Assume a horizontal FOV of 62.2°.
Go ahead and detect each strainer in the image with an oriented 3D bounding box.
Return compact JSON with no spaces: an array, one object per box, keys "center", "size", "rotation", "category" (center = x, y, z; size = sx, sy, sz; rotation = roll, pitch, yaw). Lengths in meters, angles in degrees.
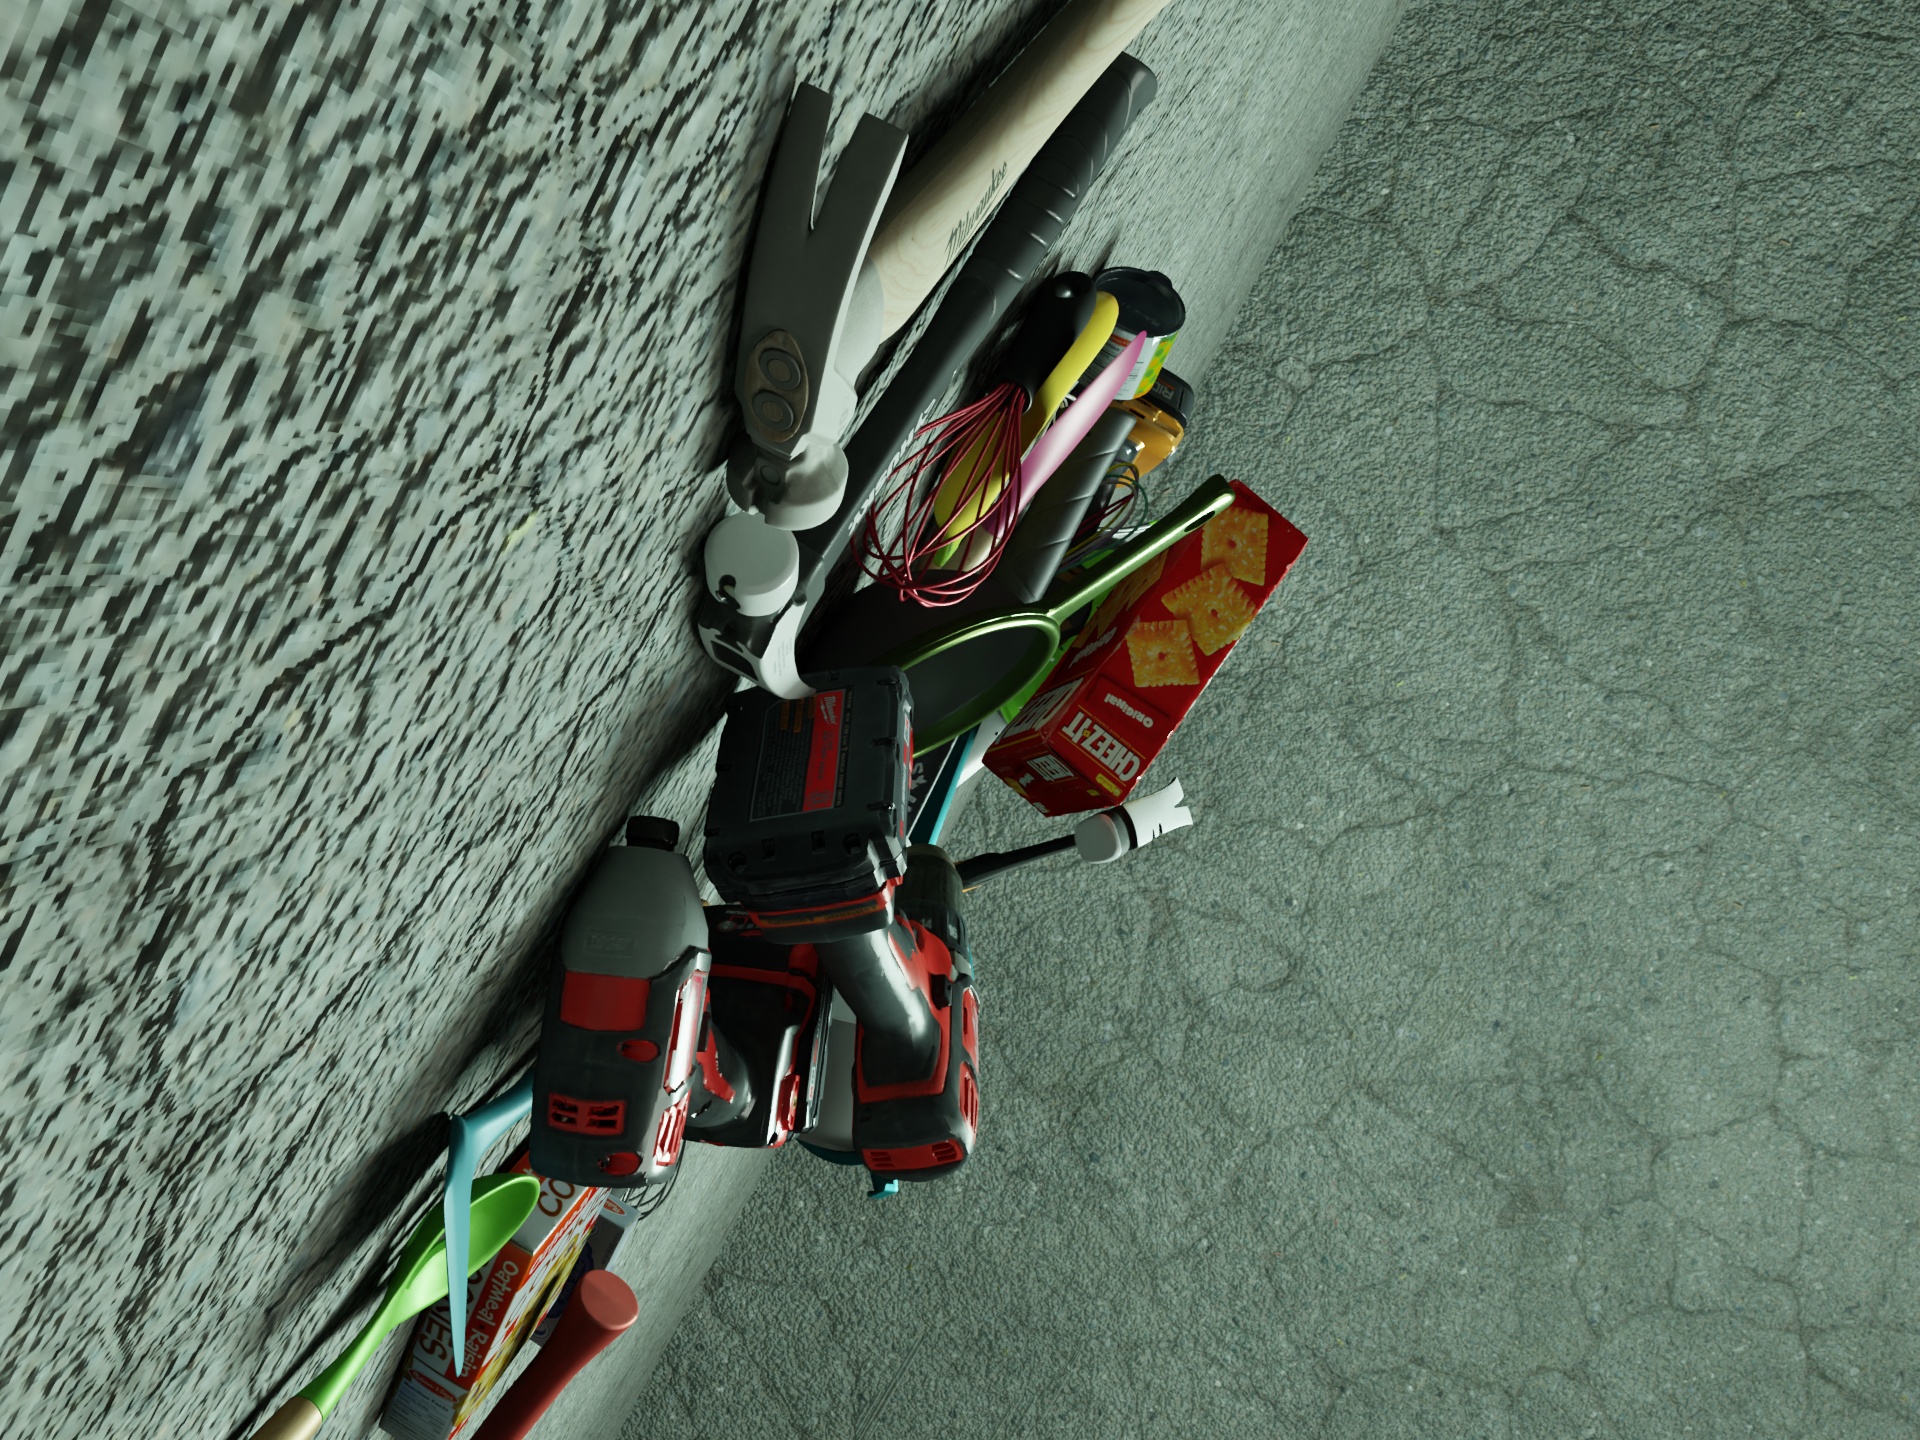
[{"center":[0.014,-0.063,0.799],"size":[0.256,0.069,0.151],"rotation":[-34,163,10],"category":"strainer"},{"center":[-0.074,0.125,1.046],"size":[0.095,0.211,0.340],"rotation":[16,98,-43],"category":"strainer"}]

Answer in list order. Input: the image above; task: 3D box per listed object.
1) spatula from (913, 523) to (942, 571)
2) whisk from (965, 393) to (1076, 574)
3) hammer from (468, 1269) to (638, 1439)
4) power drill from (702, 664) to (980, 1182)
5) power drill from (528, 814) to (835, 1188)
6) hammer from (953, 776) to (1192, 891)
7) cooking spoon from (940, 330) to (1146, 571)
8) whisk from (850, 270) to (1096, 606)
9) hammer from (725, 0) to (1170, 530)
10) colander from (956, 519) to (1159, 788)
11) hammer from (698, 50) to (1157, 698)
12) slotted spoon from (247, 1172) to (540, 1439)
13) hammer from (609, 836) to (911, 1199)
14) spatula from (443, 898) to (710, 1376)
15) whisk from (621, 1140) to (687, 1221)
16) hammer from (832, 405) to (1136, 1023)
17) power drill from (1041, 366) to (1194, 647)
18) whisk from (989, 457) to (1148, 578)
[{"center":[-0.015,-0.093,0.939],"size":[0.060,0.018,0.316],"rotation":[23,-95,56],"category":"spatula"},{"center":[0.021,-0.130,1.048],"size":[0.057,0.059,0.246],"rotation":[-14,153,-29],"category":"whisk"},{"center":[-0.282,0.432,0.911],"size":[0.359,0.036,0.149],"rotation":[-53,180,29],"category":"hammer"},{"center":[-0.039,0.079,0.740],"size":[0.188,0.080,0.226],"rotation":[-89,166,-48],"category":"power drill"},{"center":[-0.118,0.124,0.701],"size":[0.219,0.078,0.143],"rotation":[53,42,-75],"category":"power drill"},{"center":[-0.001,0.109,1.117],"size":[0.337,0.034,0.127],"rotation":[-21,177,34],"category":"hammer"},{"center":[0.001,-0.085,0.877],"size":[0.319,0.017,0.069],"rotation":[-50,178,18],"category":"cooking spoon"},{"center":[0.019,-0.152,0.794],"size":[0.073,0.073,0.296],"rotation":[115,2,-46],"category":"whisk"},{"center":[0.038,-0.242,0.572],"size":[0.411,0.038,0.146],"rotation":[-58,173,-37],"category":"hammer"},{"center":[0.053,0.008,1.240],"size":[0.397,0.204,0.095],"rotation":[-39,-150,-8],"category":"colander"},{"center":[-0.005,-0.153,0.654],"size":[0.335,0.035,0.146],"rotation":[-59,175,-20],"category":"hammer"},{"center":[-0.254,0.268,0.575],"size":[0.070,0.031,0.314],"rotation":[-64,173,31],"category":"slotted spoon"},{"center":[-0.151,0.195,0.927],"size":[0.331,0.033,0.128],"rotation":[-54,161,20],"category":"hammer"},{"center":[-0.165,0.152,0.711],"size":[0.317,0.044,0.082],"rotation":[-54,149,-67],"category":"spatula"},{"center":[-0.176,0.217,1.022],"size":[0.055,0.055,0.239],"rotation":[9,106,-85],"category":"whisk"},{"center":[-0.002,-0.003,0.953],"size":[0.409,0.149,0.036],"rotation":[-63,172,6],"category":"hammer"},{"center":[0.071,-0.135,1.145],"size":[0.226,0.084,0.185],"rotation":[-65,-171,-16],"category":"power drill"},{"center":[0.026,-0.080,1.008],"size":[0.245,0.051,0.047],"rotation":[-41,179,-10],"category":"whisk"}]
